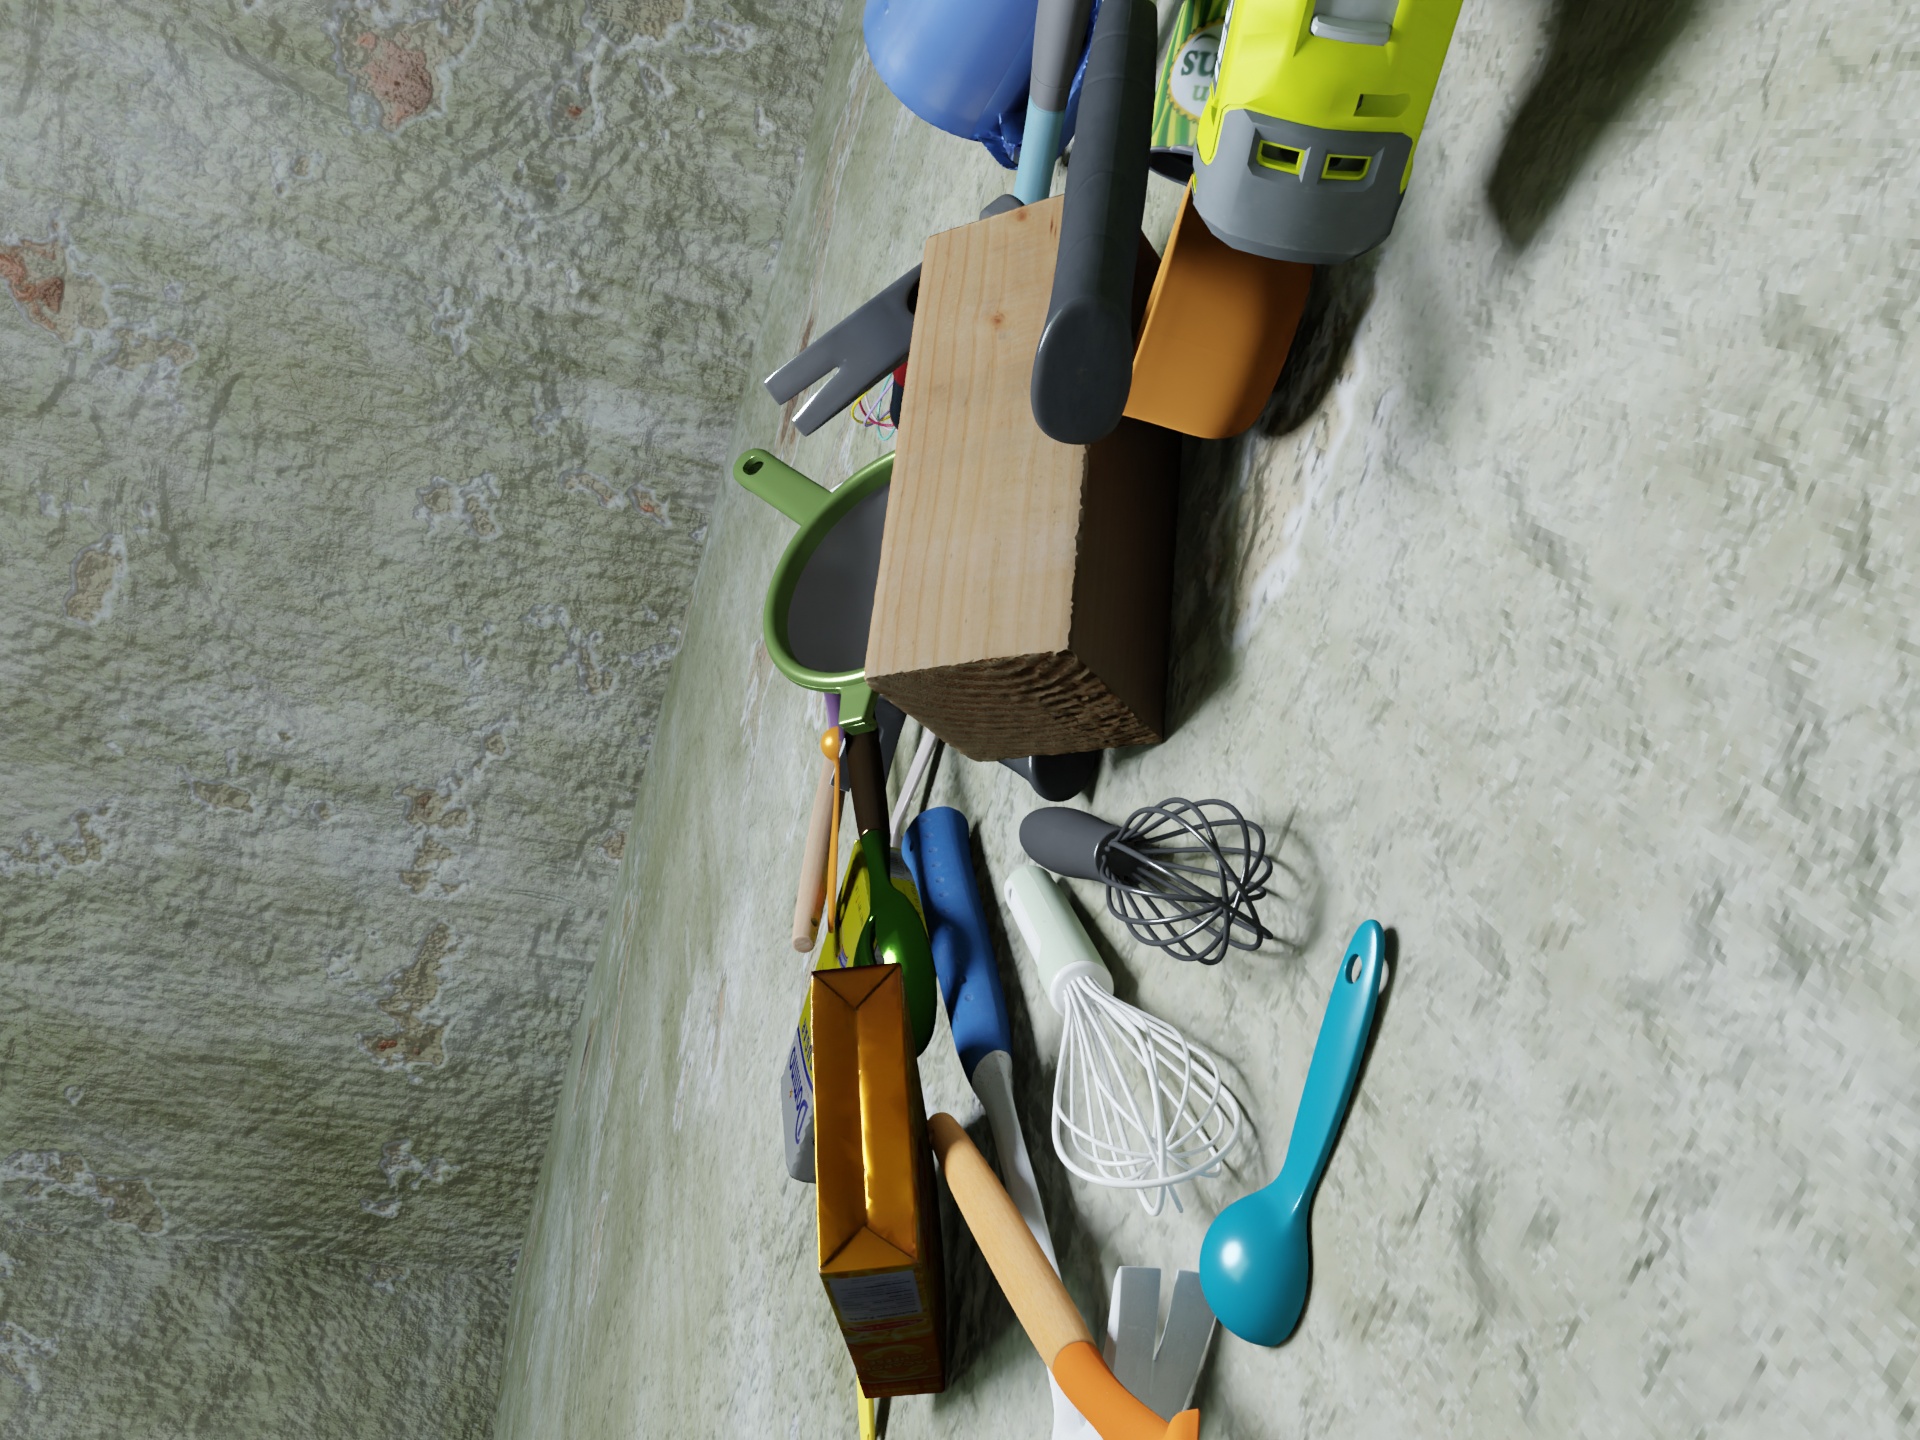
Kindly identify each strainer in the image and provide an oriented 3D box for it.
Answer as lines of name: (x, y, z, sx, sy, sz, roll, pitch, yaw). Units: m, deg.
strainer: (-0.044, -0.082, 0.810, 0.151, 0.069, 0.257, -48, 39, -4)

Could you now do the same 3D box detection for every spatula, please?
spatula: (-0.077, 0.035, 0.989, 0.018, 0.059, 0.316, -35, 25, 23)
spatula: (0.020, 0.180, 0.478, 0.323, 0.041, 0.081, -151, 74, -75)

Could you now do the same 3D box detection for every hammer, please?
hammer: (0.047, -0.336, 0.823, 0.330, 0.033, 0.128, 101, 163, -47)
hammer: (0.018, 0.149, 0.656, 0.406, 0.035, 0.144, -107, 33, -62)
hammer: (-0.034, -0.191, 0.899, 0.143, 0.038, 0.386, -37, 4, -1)
hammer: (0.059, -0.264, 0.573, 0.149, 0.036, 0.409, 100, 179, -59)
hammer: (-0.001, -0.003, 0.832, 0.146, 0.035, 0.335, -68, 17, 2)

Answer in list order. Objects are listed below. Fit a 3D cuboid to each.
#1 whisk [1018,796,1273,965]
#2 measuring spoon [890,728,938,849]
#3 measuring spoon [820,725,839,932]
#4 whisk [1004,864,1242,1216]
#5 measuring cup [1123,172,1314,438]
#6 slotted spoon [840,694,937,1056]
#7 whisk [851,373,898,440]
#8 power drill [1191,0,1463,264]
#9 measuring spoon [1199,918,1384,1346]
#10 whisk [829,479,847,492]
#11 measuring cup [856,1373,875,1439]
whisk: (0.056, 0.050, 0.585, 0.239, 0.055, 0.055, -178, 101, -78)
measuring spoon: (-0.023, 0.041, 0.939, 0.124, 0.018, 0.034, -68, 17, 6)
measuring spoon: (-0.072, 0.060, 0.869, 0.021, 0.011, 0.117, -115, 27, -78)
whisk: (0.045, 0.103, 0.582, 0.246, 0.059, 0.057, -119, 17, -73)
measuring cup: (0.101, -0.166, 0.608, 0.174, 0.052, 0.095, -68, -4, -59)
slotted spoon: (-0.047, 0.047, 0.822, 0.314, 0.031, 0.070, -102, 28, -53)
whisk: (-0.023, -0.274, 1.138, 0.245, 0.047, 0.051, 136, 145, -58)
power drill: (0.116, -0.269, 0.454, 0.190, 0.080, 0.229, 97, -177, -47)
measuring spoon: (0.091, 0.115, 0.447, 0.042, 0.021, 0.128, -133, 56, -72)
whisk: (-0.007, -0.158, 0.909, 0.284, 0.070, 0.070, -38, 40, 47)
measuring cup: (-0.035, 0.283, 0.774, 0.062, 0.029, 0.156, 154, 115, -71)
